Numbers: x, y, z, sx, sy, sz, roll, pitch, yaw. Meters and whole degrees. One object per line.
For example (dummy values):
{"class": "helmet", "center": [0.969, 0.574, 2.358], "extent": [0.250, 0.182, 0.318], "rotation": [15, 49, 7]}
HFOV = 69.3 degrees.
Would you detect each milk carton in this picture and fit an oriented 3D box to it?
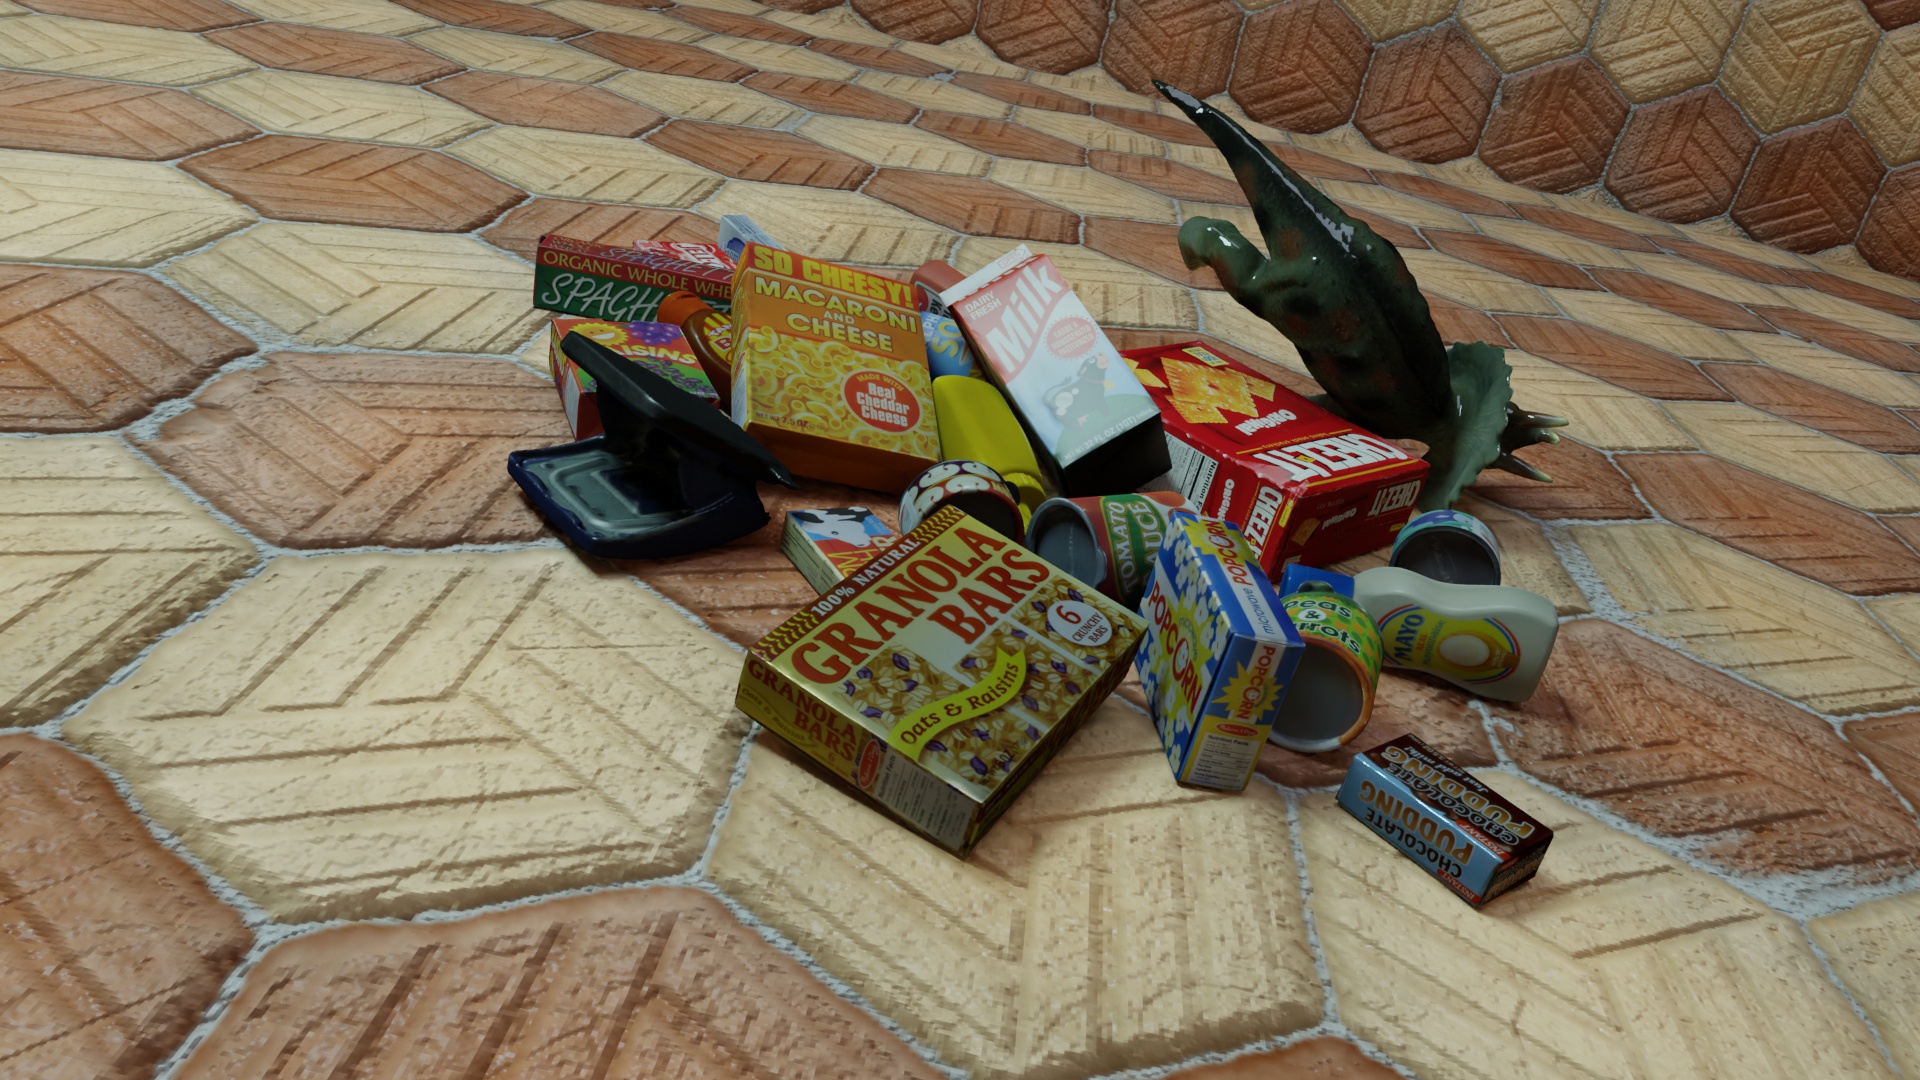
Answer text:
{"class": "milk carton", "center": [0.057, -0.115, 0.907], "extent": [0.072, 0.073, 0.191], "rotation": [-31, 60, -2]}

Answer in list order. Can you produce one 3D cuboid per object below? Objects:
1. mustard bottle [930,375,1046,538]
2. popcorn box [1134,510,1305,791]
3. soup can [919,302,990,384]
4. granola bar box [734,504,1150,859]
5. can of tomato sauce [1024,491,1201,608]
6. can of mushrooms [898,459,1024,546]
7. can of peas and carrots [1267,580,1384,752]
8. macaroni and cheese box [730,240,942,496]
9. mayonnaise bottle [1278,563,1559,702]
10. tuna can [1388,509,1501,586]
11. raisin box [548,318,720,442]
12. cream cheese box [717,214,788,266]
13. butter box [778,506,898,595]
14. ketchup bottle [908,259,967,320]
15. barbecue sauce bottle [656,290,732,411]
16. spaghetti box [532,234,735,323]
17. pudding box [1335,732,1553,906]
{"class": "mustard bottle", "center": [0.018, -0.043, 0.857], "extent": [0.049, 0.065, 0.161], "rotation": [2, 34, -23]}
{"class": "popcorn box", "center": [0.123, 0.052, 0.691], "extent": [0.038, 0.084, 0.127], "rotation": [10, 26, -10]}
{"class": "soup can", "center": [0.001, -0.126, 0.997], "extent": [0.084, 0.071, 0.072], "rotation": [16, 26, 4]}
{"class": "granola bar box", "center": [-0.004, 0.057, 0.643], "extent": [0.124, 0.038, 0.166], "rotation": [31, 37, 17]}
{"class": "can of tomato sauce", "center": [0.090, 0.006, 0.783], "extent": [0.083, 0.071, 0.071], "rotation": [-5, 32, -34]}
{"class": "can of mushrooms", "center": [0.003, -0.010, 0.773], "extent": [0.071, 0.070, 0.033], "rotation": [5, 28, -17]}
{"class": "can of peas and carrots", "center": [0.180, 0.064, 0.710], "extent": [0.071, 0.070, 0.059], "rotation": [20, 28, 13]}
{"class": "macaroni and cheese box", "center": [-0.083, -0.110, 0.885], "extent": [0.124, 0.040, 0.167], "rotation": [11, 46, -22]}
{"class": "mayonnaise bottle", "center": [0.257, 0.047, 0.794], "extent": [0.148, 0.064, 0.041], "rotation": [13, 30, 7]}
{"class": "tuna can", "center": [0.300, 0.017, 0.868], "extent": [0.071, 0.070, 0.033], "rotation": [20, 26, 13]}
{"class": "raisin box", "center": [-0.211, -0.102, 0.886], "extent": [0.086, 0.040, 0.124], "rotation": [-1, 29, -25]}
{"class": "cream cheese box", "center": [-0.169, -0.225, 1.131], "extent": [0.024, 0.053, 0.104], "rotation": [-6, 32, -31]}
{"class": "butter box", "center": [-0.052, 0.016, 0.746], "extent": [0.053, 0.024, 0.104], "rotation": [-5, 31, -32]}
{"class": "ketchup bottle", "center": [0.022, -0.161, 1.091], "extent": [0.044, 0.064, 0.149], "rotation": [-35, 59, -31]}
{"class": "barbecue sauce bottle", "center": [-0.161, -0.129, 0.959], "extent": [0.065, 0.043, 0.149], "rotation": [-14, 37, -35]}
{"class": "spaghetti box", "center": [-0.190, -0.177, 1.032], "extent": [0.250, 0.050, 0.029], "rotation": [10, 28, -7]}
{"class": "pudding box", "center": [0.224, 0.129, 0.649], "extent": [0.050, 0.030, 0.084], "rotation": [-10, 35, -38]}
